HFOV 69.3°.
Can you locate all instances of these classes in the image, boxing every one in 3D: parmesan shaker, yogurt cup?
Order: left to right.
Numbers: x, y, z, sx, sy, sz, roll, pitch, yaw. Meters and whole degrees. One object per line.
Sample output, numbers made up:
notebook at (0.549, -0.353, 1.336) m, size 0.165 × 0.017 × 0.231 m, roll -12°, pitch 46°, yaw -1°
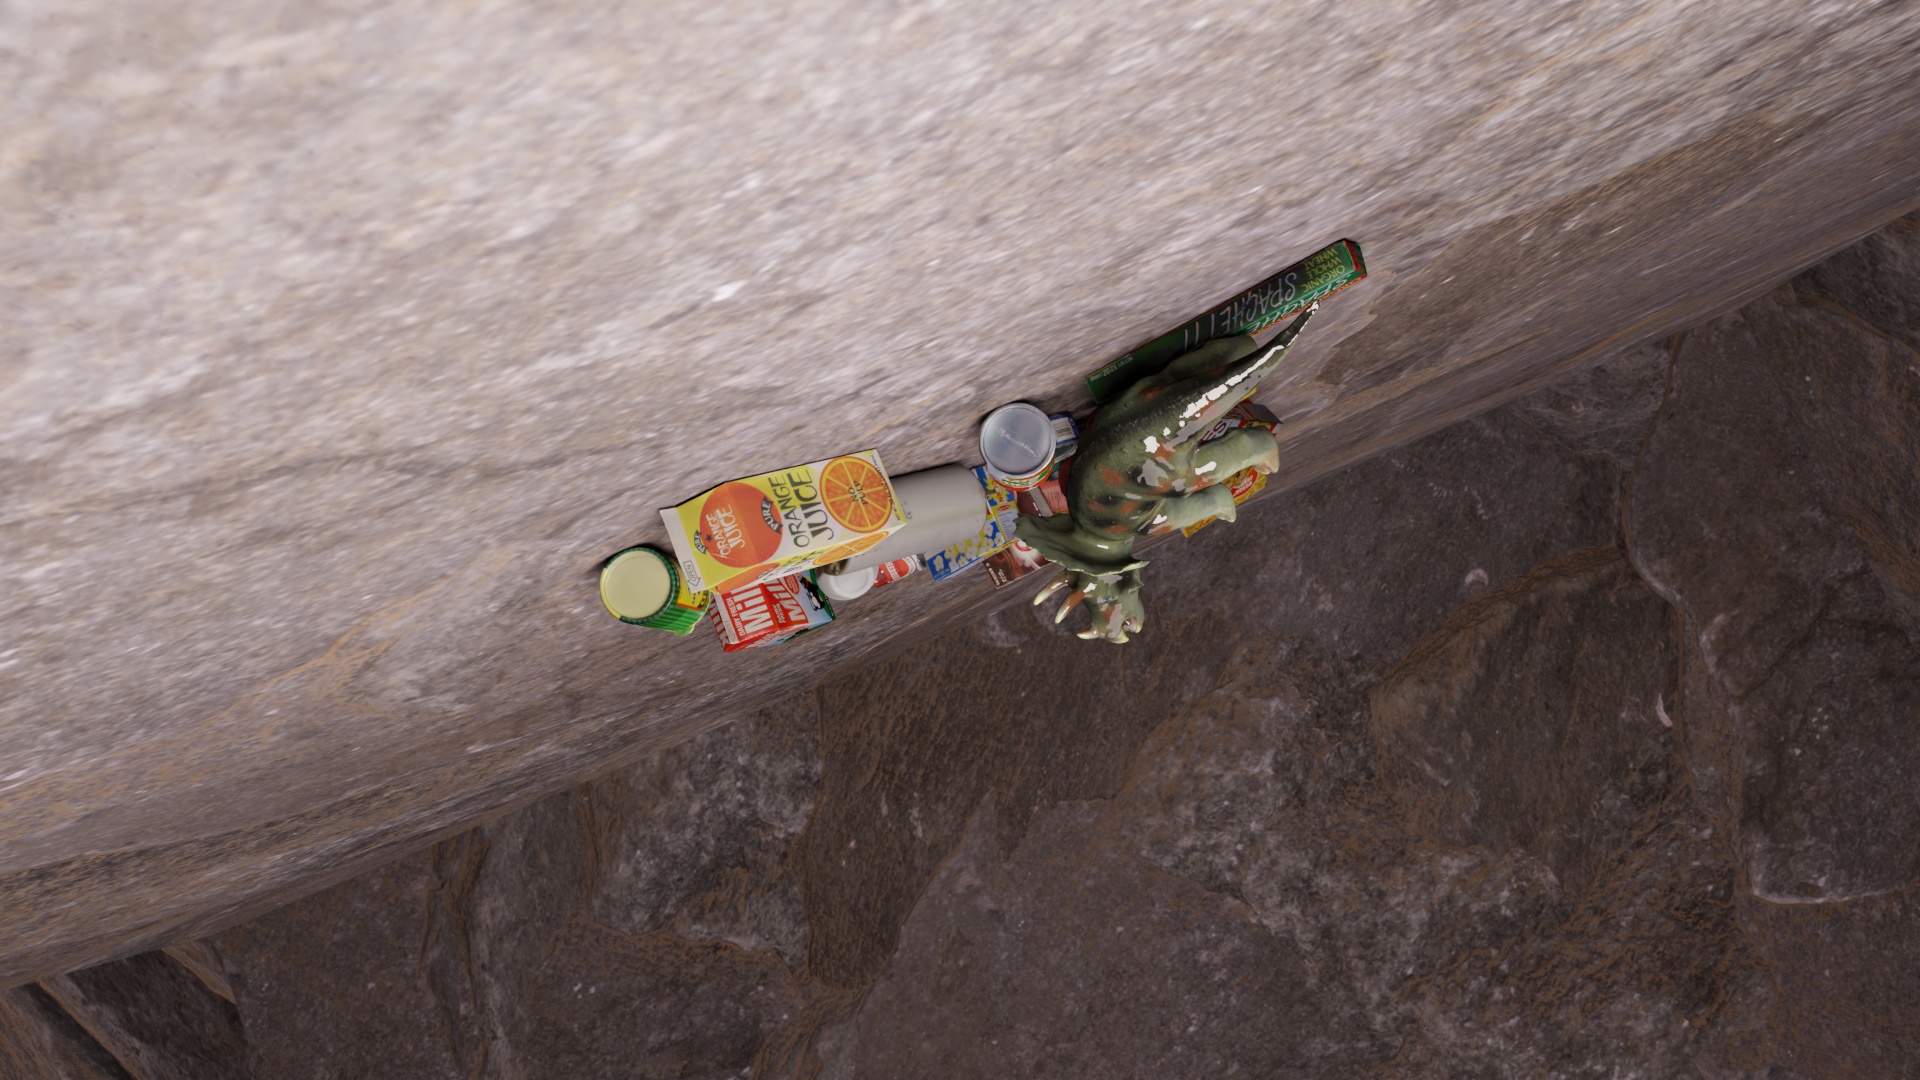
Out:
parmesan shaker at (-0.260, 0.045, 1.193) m, size 0.071 × 0.071 × 0.103 m, roll -23°, pitch 172°, yaw 2°
yogurt cup at (0.109, -0.063, 1.538) m, size 0.054 × 0.072 × 0.072 m, roll -14°, pitch 172°, yaw -2°

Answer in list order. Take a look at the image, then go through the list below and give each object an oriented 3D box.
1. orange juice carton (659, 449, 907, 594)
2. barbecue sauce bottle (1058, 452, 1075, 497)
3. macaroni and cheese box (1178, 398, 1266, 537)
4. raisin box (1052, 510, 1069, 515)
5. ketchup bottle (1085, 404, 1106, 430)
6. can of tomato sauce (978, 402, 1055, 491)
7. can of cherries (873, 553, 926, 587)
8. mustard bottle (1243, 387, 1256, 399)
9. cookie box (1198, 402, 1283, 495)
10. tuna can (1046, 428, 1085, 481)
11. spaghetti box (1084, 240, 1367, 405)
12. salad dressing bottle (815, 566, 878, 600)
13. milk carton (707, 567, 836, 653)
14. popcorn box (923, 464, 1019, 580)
orange juice carton at (-0.146, -0.013, 1.118) m, size 0.193 × 0.072 × 0.072 m, roll -16°, pitch 169°, yaw -40°
barbecue sauce bottle at (0.167, -0.095, 1.425) m, size 0.149 × 0.044 × 0.064 m, roll -37°, pitch 152°, yaw -23°
macaroni and cheese box at (0.299, -0.090, 1.657) m, size 0.124 × 0.040 × 0.165 m, roll -33°, pitch 146°, yaw -5°
raisin box at (0.149, -0.054, 1.625) m, size 0.040 × 0.086 × 0.123 m, roll -18°, pitch 171°, yaw -41°
ketchup bottle at (0.170, -0.125, 1.298) m, size 0.044 × 0.065 × 0.148 m, roll -6°, pitch 156°, yaw -29°
can of tomato sauce at (0.051, -0.079, 1.230) m, size 0.071 × 0.071 × 0.083 m, roll -23°, pitch 173°, yaw 1°
can of cherries at (-0.075, 0.013, 1.501) m, size 0.058 × 0.071 × 0.071 m, roll -22°, pitch 172°, yaw 5°
mustard bottle at (0.213, -0.136, 1.378) m, size 0.160 × 0.049 × 0.065 m, roll -24°, pitch 171°, yaw 9°
cookie box at (0.266, -0.098, 1.546) m, size 0.168 × 0.040 × 0.122 m, roll 0°, pitch 132°, yaw -42°
tuna can at (0.112, -0.090, 1.468) m, size 0.071 × 0.033 × 0.071 m, roll -22°, pitch 172°, yaw -3°
spaghetti box at (0.222, -0.180, 1.175) m, size 0.249 × 0.029 × 0.050 m, roll -26°, pitch 171°, yaw 27°
salad dressing bottle at (-0.120, 0.025, 1.418) m, size 0.064 × 0.044 × 0.148 m, roll -37°, pitch -167°, yaw -5°
milk carton at (-0.215, 0.073, 1.512) m, size 0.073 × 0.072 × 0.191 m, roll -25°, pitch 172°, yaw 17°
popcorn box at (0.005, -0.018, 1.461) m, size 0.038 × 0.085 × 0.126 m, roll -14°, pitch 169°, yaw -43°
